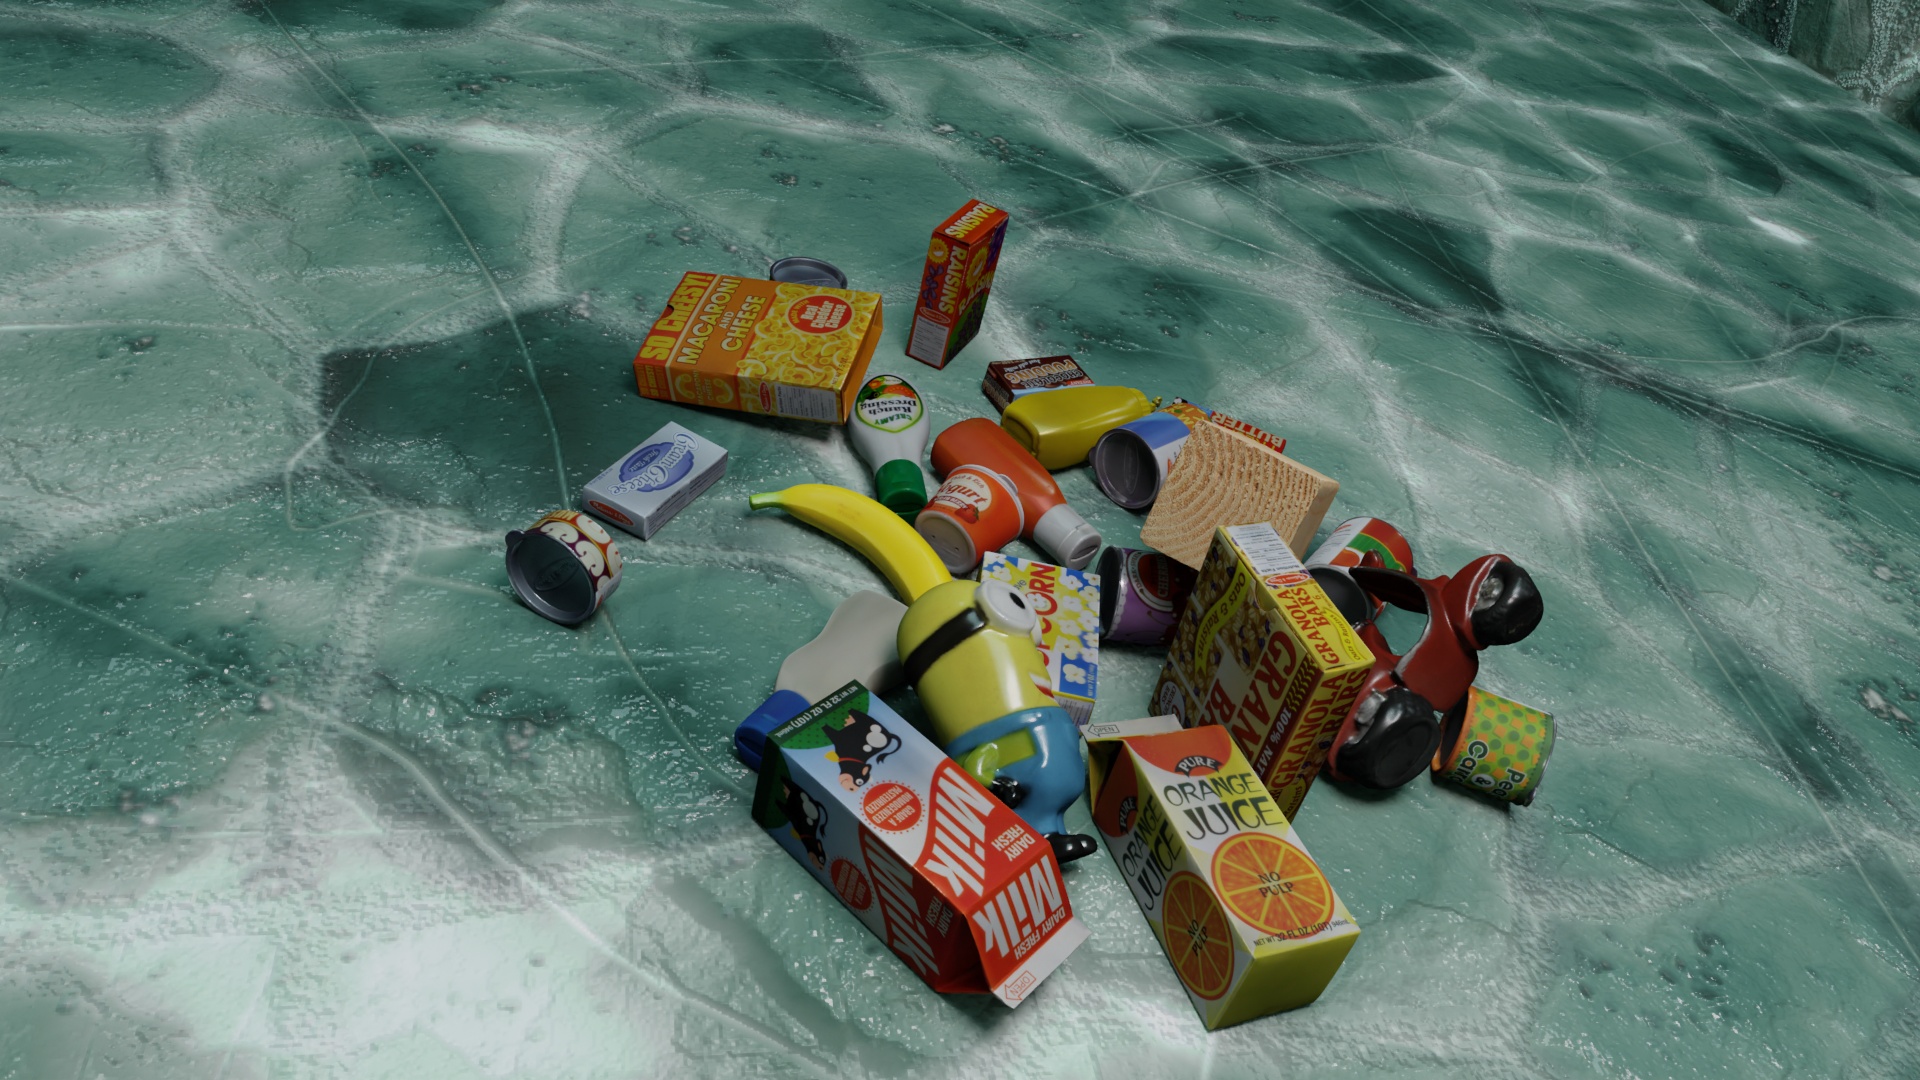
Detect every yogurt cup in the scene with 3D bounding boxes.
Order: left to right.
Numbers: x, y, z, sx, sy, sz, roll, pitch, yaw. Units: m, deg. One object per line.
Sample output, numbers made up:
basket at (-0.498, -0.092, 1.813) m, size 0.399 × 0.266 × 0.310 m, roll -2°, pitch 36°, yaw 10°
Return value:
yogurt cup at (0.004, -0.012, 0.994) m, size 0.072 × 0.072 × 0.054 m, roll 30°, pitch 48°, yaw 18°

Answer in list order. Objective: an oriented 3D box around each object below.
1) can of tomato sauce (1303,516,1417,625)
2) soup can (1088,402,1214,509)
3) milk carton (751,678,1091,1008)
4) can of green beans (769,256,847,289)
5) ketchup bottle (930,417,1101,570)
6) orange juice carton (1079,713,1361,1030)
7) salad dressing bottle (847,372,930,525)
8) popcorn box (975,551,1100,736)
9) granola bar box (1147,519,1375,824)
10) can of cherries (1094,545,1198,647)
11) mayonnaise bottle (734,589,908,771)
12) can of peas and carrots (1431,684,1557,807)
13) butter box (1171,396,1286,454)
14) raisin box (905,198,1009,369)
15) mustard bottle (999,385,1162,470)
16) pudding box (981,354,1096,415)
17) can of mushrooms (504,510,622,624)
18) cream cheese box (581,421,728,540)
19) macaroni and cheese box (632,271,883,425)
can of tomato sauce at (0.293, 0.030, 1.038) m, size 0.071 × 0.070 × 0.083 m, roll 33°, pitch 42°, yaw 21°
soup can at (0.156, -0.070, 1.115) m, size 0.084 × 0.071 × 0.071 m, roll -24°, pitch 53°, yaw -40°
milk carton at (-0.021, 0.169, 0.752) m, size 0.191 × 0.073 × 0.073 m, roll 36°, pitch 43°, yaw 24°
can of green beans at (-0.133, -0.200, 1.182) m, size 0.071 × 0.057 × 0.071 m, roll 10°, pitch 38°, yaw -8°
ketchup bottle at (0.045, -0.035, 1.051) m, size 0.065 × 0.043 × 0.149 m, roll -21°, pitch 51°, yaw -36°
orange juice carton at (0.138, 0.174, 0.801) m, size 0.072 × 0.072 × 0.193 m, roll -5°, pitch 42°, yaw -24°
salad dressing bottle at (-0.051, -0.070, 1.061) m, size 0.064 × 0.043 × 0.148 m, roll -4°, pitch 41°, yaw -8°
popcorn box at (0.048, 0.067, 0.929) m, size 0.085 × 0.038 × 0.127 m, roll 12°, pitch 38°, yaw -2°
granola bar box at (0.175, 0.090, 0.844) m, size 0.039 × 0.164 × 0.125 m, roll -6°, pitch 43°, yaw -22°
can of cherries at (0.128, 0.038, 0.966) m, size 0.058 × 0.071 × 0.072 m, roll 8°, pitch 38°, yaw -10°
mayonnaise bottle at (-0.081, 0.087, 0.860) m, size 0.065 × 0.041 × 0.149 m, roll 28°, pitch 41°, yaw 18°
can of peas and carrots at (0.354, 0.137, 0.926) m, size 0.059 × 0.070 × 0.071 m, roll 20°, pitch 38°, yaw 7°
butter box at (0.222, -0.084, 1.188) m, size 0.103 × 0.024 × 0.053 m, roll 23°, pitch 39°, yaw 10°
raisin box at (-0.003, -0.222, 1.201) m, size 0.040 × 0.122 × 0.086 m, roll 25°, pitch 38°, yaw 12°
mustard bottle at (0.109, -0.098, 1.147) m, size 0.161 × 0.048 × 0.065 m, roll -14°, pitch 42°, yaw -33°
pudding box at (0.067, -0.131, 1.188) m, size 0.084 × 0.030 × 0.050 m, roll -9°, pitch 45°, yaw -27°
can of mushrooms at (-0.249, 0.014, 0.869) m, size 0.071 × 0.070 × 0.034 m, roll 24°, pitch 38°, yaw 11°
cream cheese box at (-0.215, -0.043, 0.988) m, size 0.053 × 0.024 × 0.104 m, roll 26°, pitch 39°, yaw 12°
macaroni and cheese box at (-0.157, -0.155, 1.096) m, size 0.166 × 0.040 × 0.124 m, roll 9°, pitch 47°, yaw 8°
